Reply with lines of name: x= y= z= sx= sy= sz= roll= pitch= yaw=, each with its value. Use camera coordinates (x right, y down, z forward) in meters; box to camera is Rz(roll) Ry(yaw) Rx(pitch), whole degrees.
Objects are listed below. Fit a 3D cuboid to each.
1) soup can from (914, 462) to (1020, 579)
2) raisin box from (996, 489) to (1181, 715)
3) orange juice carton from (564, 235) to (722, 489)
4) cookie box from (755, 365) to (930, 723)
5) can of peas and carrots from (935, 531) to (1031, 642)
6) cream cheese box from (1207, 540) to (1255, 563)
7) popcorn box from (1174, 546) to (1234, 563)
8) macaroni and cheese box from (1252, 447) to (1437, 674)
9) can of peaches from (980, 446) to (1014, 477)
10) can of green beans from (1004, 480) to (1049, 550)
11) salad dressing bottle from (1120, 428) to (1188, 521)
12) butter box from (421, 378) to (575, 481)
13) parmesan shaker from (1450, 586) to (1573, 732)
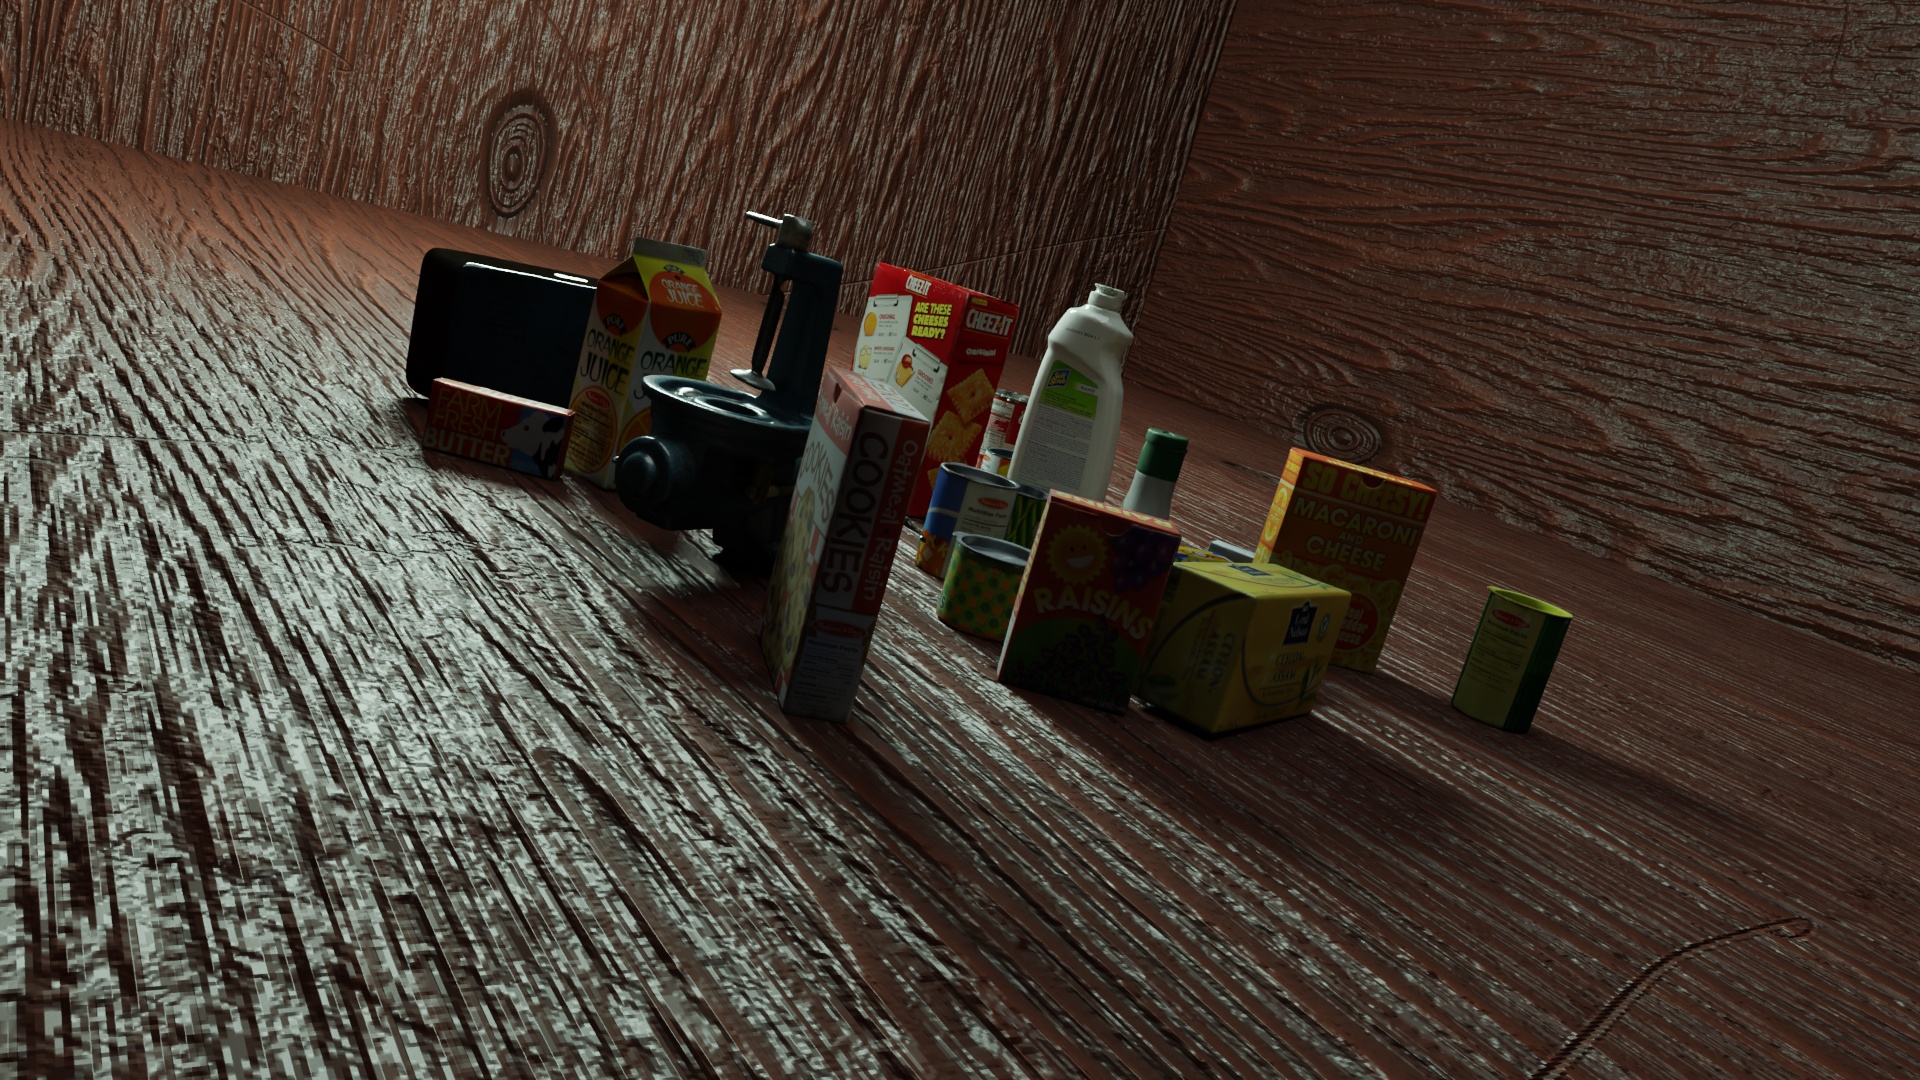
soup can: x=0.004 y=-0.014 z=1.112 sx=0.071 sy=0.083 sz=0.071 roll=16 pitch=11 yaw=-3
raisin box: x=0.079 y=0.038 z=0.876 sx=0.086 sy=0.123 sz=0.040 roll=16 pitch=11 yaw=-1
orange juice carton: x=-0.247 y=-0.138 z=1.085 sx=0.073 sy=0.192 sz=0.072 roll=25 pitch=14 yaw=37
cookie box: x=-0.069 y=-0.003 z=0.760 sx=0.040 sy=0.167 sz=0.123 roll=13 pitch=12 yaw=-18
can of peas and carrots: x=0.019 y=0.032 z=0.979 sx=0.071 sy=0.058 sz=0.071 roll=16 pitch=12 yaw=-3
cream cheese box: x=0.276 y=0.041 z=1.294 sx=0.104 sy=0.053 sz=0.024 roll=21 pitch=12 yaw=23
popcorn box: x=0.136 y=0.044 z=1.016 sx=0.127 sy=0.085 sz=0.038 roll=10 pitch=13 yaw=-27
macaroni and cheese box: x=0.315 y=0.018 z=1.176 sx=0.124 sy=0.166 sz=0.040 roll=14 pitch=11 yaw=-9
can of peaches: x=0.053 y=-0.060 z=1.453 sx=0.071 sy=0.058 sz=0.071 roll=16 pitch=12 yaw=-3
can of green beans: x=0.047 y=-0.020 z=1.261 sx=0.071 sy=0.057 sz=0.071 roll=16 pitch=12 yaw=-3
salad dressing bottle: x=0.158 y=-0.022 z=1.198 sx=0.044 sy=0.147 sz=0.064 roll=17 pitch=11 yaw=3
butter box: x=-0.347 y=-0.084 z=1.042 sx=0.103 sy=0.053 sz=0.024 roll=15 pitch=11 yaw=-6
parmesan shaker: x=0.451 y=0.098 z=1.146 sx=0.071 sy=0.103 sz=0.071 roll=16 pitch=11 yaw=-3
